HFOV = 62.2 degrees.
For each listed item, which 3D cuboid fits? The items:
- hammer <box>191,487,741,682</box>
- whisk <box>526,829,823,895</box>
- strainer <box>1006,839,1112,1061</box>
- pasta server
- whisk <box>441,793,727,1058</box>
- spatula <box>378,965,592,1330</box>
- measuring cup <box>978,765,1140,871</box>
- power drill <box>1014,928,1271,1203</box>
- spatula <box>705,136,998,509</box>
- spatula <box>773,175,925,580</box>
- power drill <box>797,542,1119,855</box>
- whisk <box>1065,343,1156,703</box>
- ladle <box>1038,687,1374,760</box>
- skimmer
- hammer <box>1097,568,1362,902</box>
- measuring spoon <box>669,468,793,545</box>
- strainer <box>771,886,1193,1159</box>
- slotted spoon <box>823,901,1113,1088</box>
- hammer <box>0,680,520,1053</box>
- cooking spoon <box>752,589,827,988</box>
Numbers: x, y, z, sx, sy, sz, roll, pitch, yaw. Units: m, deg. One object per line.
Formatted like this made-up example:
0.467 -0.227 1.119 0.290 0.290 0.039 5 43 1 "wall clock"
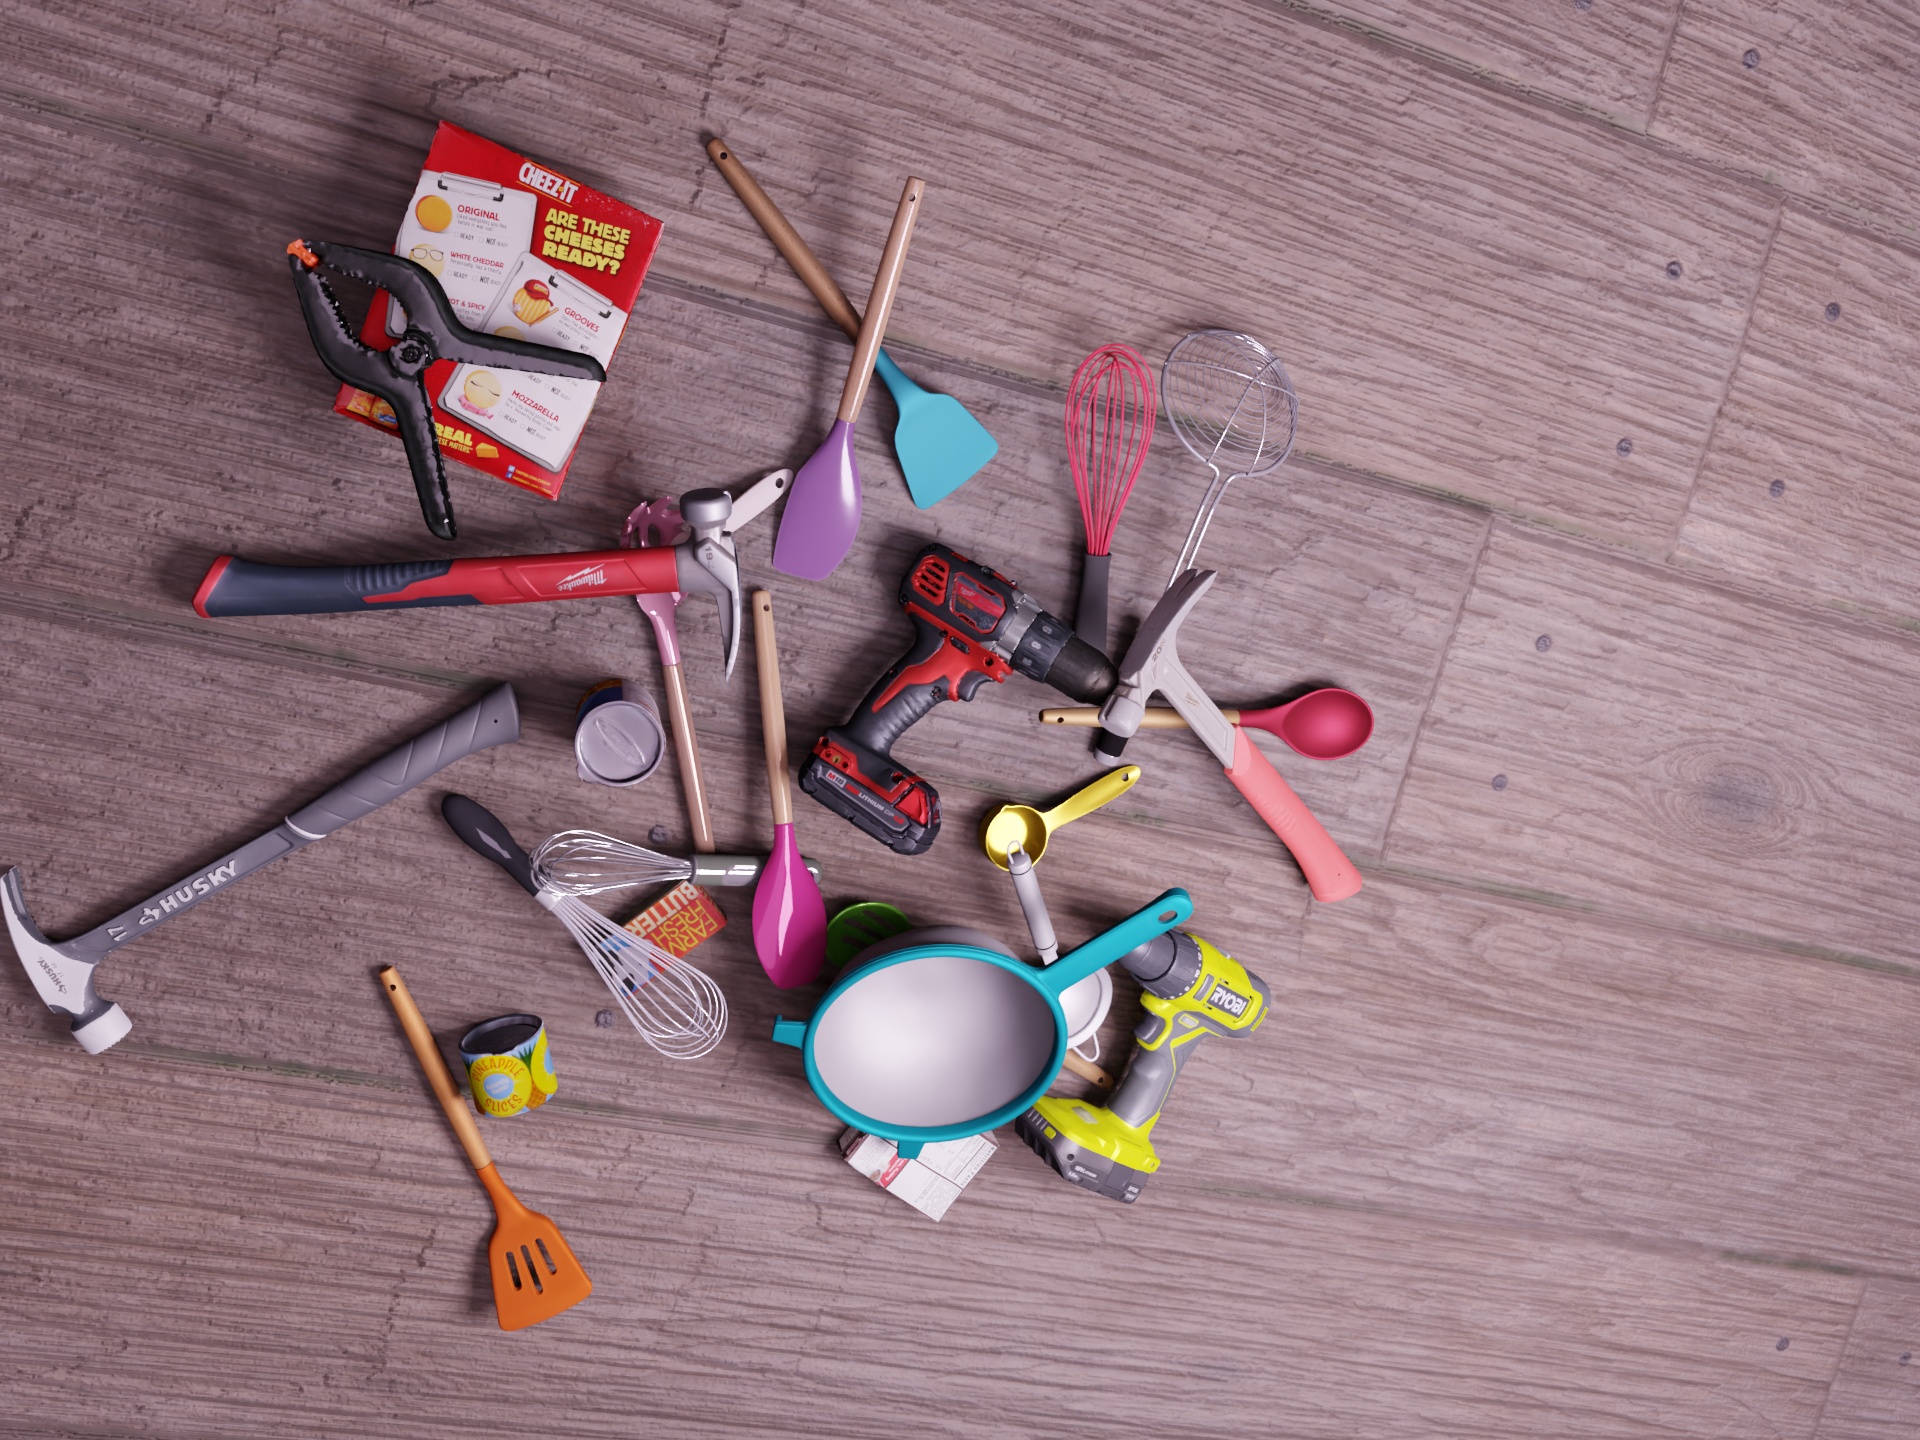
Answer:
-0.355 -0.087 1.162 0.386 0.038 0.143 -4 114 -3 "hammer"
-0.218 0.116 1.245 0.246 0.059 0.057 5 115 -32 "whisk"
0.073 0.191 1.332 0.087 0.050 0.258 -33 130 -18 "strainer"
-0.218 -0.018 1.242 0.060 0.040 0.316 -18 110 -33 "pasta server"
-0.293 0.156 1.238 0.284 0.070 0.070 43 90 -4 "whisk"
-0.395 0.342 1.282 0.081 0.041 0.322 -22 106 -7 "spatula"
0.084 0.075 1.351 0.156 0.029 0.062 -27 108 -19 "measuring cup"
0.148 0.283 1.355 0.190 0.080 0.228 33 90 -40 "power drill"
-0.090 -0.306 1.215 0.082 0.044 0.317 -39 104 -2 "spatula"
-0.077 -0.251 1.201 0.059 0.018 0.315 13 113 -13 "spatula"
-0.002 -0.004 1.250 0.188 0.080 0.226 32 92 8 "power drill"
0.112 -0.154 1.283 0.073 0.073 0.295 -1 110 -14 "whisk"
0.209 0.000 1.335 0.315 0.031 0.069 1 115 -23 "ladle"
0.175 -0.139 1.316 0.127 0.090 0.363 13 110 -21 "skimmer"
0.246 0.036 1.319 0.358 0.037 0.149 45 71 -36 "hammer"
-0.171 -0.153 1.213 0.124 0.018 0.034 -43 126 -21 "measuring spoon"
0.029 0.204 1.275 0.340 0.095 0.210 -32 121 12 "strainer"
0.012 0.242 1.367 0.313 0.031 0.070 35 100 -21 "slotted spoon"
-0.513 0.085 1.196 0.409 0.036 0.149 -31 107 -6 "hammer"
-0.143 0.056 1.263 0.068 0.017 0.319 -9 96 -37 "cooking spoon"
